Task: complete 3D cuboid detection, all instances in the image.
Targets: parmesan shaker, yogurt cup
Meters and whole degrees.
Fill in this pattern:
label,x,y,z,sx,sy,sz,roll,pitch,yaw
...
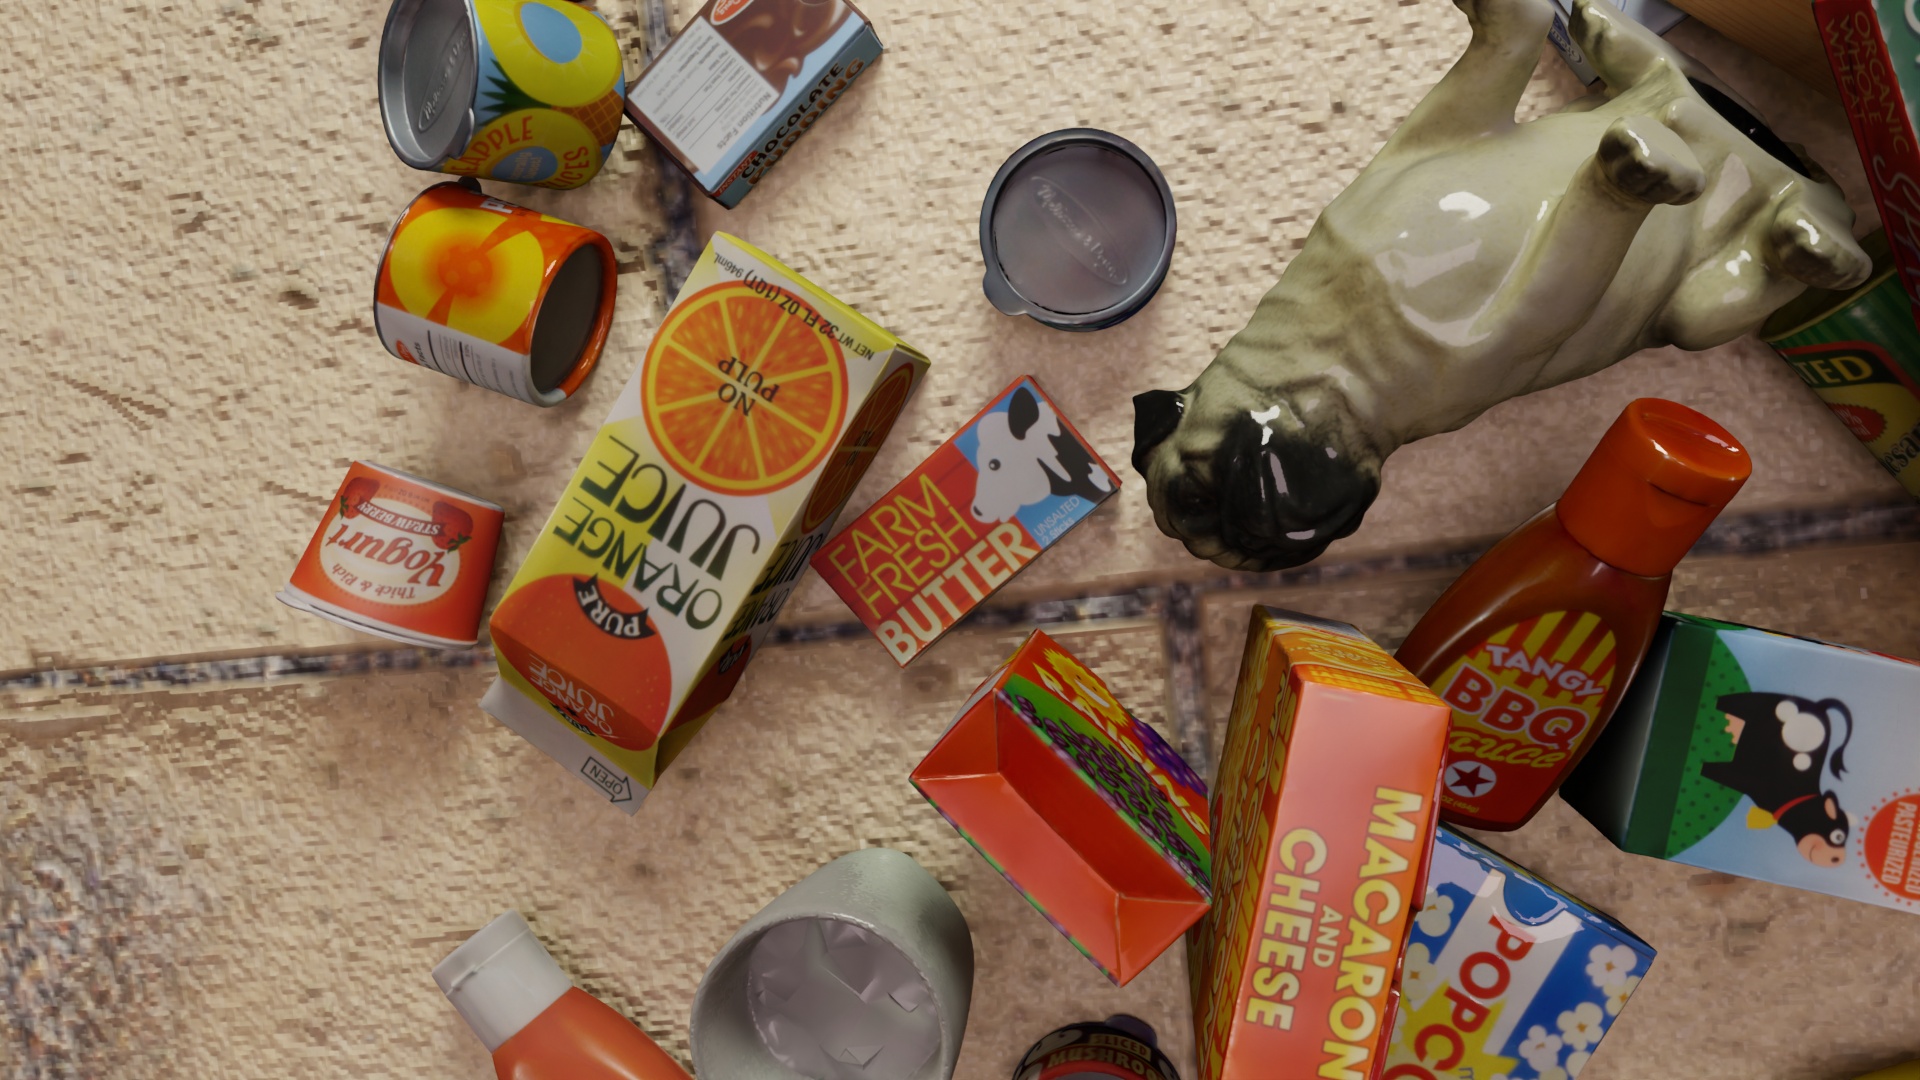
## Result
label,x,y,z,sx,sy,sz,roll,pitch,yaw
parmesan shaker,0.310,-0.046,0.424,0.071,0.071,0.103,-42,87,8
yogurt cup,-0.200,0.005,0.502,0.072,0.072,0.054,19,87,7

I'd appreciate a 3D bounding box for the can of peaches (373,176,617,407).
label,x,y,z,sx,sy,sz,roll,pitch,yaw
can of peaches,-0.161,-0.088,0.491,0.058,0.071,0.071,20,95,7

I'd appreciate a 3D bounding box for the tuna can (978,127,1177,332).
label,x,y,z,sx,sy,sz,roll,pitch,yaw
tuna can,0.039,-0.104,0.478,0.071,0.033,0.071,0,93,8

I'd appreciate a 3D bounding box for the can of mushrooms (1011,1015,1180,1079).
label,x,y,z,sx,sy,sz,roll,pitch,yaw
can of mushrooms,0.048,0.207,0.491,0.071,0.033,0.071,0,93,9

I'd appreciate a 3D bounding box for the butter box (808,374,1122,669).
label,x,y,z,sx,sy,sz,roll,pitch,yaw
butter box,0.002,-0.006,0.492,0.103,0.024,0.053,-40,88,8

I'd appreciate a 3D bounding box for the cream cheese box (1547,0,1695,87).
label,x,y,z,sx,sy,sz,roll,pitch,yaw
cream cheese box,0.235,-0.201,0.451,0.103,0.024,0.053,-35,87,8

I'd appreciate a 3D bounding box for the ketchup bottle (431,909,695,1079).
label,x,y,z,sx,sy,sz,roll,pitch,yaw
ketchup bottle,-0.135,0.205,0.511,0.064,0.043,0.149,-40,87,7

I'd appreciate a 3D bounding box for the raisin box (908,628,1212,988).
label,x,y,z,sx,sy,sz,roll,pitch,yaw
raisin box,0.037,0.076,0.441,0.086,0.123,0.040,43,99,4

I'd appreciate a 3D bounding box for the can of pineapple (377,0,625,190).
label,x,y,z,sx,sy,sz,roll,pitch,yaw
can of pineapple,-0.157,-0.155,0.478,0.071,0.058,0.071,4,96,42

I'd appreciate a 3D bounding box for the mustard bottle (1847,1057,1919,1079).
label,x,y,z,sx,sy,sz,roll,pitch,yaw
mustard bottle,0.321,0.192,0.438,0.160,0.065,0.048,-14,95,12

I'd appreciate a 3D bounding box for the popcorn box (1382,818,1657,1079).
label,x,y,z,sx,sy,sz,roll,pitch,yaw
popcorn box,0.159,0.165,0.471,0.085,0.038,0.126,30,96,7

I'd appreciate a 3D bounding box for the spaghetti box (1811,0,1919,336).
label,x,y,z,sx,sy,sz,roll,pitch,yaw
spaghetti box,0.285,-0.036,0.355,0.050,0.029,0.249,-23,99,9

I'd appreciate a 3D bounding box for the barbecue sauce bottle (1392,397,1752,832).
label,x,y,z,sx,sy,sz,roll,pitch,yaw
barbecue sauce bottle,0.179,0.025,0.424,0.065,0.044,0.147,21,128,2

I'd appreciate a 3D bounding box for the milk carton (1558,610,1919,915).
label,x,y,z,sx,sy,sz,roll,pitch,yaw
milk carton,0.299,0.074,0.430,0.191,0.072,0.073,11,94,7

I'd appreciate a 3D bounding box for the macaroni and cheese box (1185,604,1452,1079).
label,x,y,z,sx,sy,sz,roll,pitch,yaw
macaroni and cheese box,0.099,0.090,0.411,0.040,0.166,0.123,11,95,7

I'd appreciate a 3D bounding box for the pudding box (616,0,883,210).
label,x,y,z,sx,sy,sz,roll,pitch,yaw
pudding box,-0.074,-0.165,0.493,0.049,0.030,0.083,45,97,5

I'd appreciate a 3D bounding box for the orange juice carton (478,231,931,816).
label,x,y,z,sx,sy,sz,roll,pitch,yaw
orange juice carton,-0.094,-0.002,0.481,0.072,0.073,0.192,33,97,5
